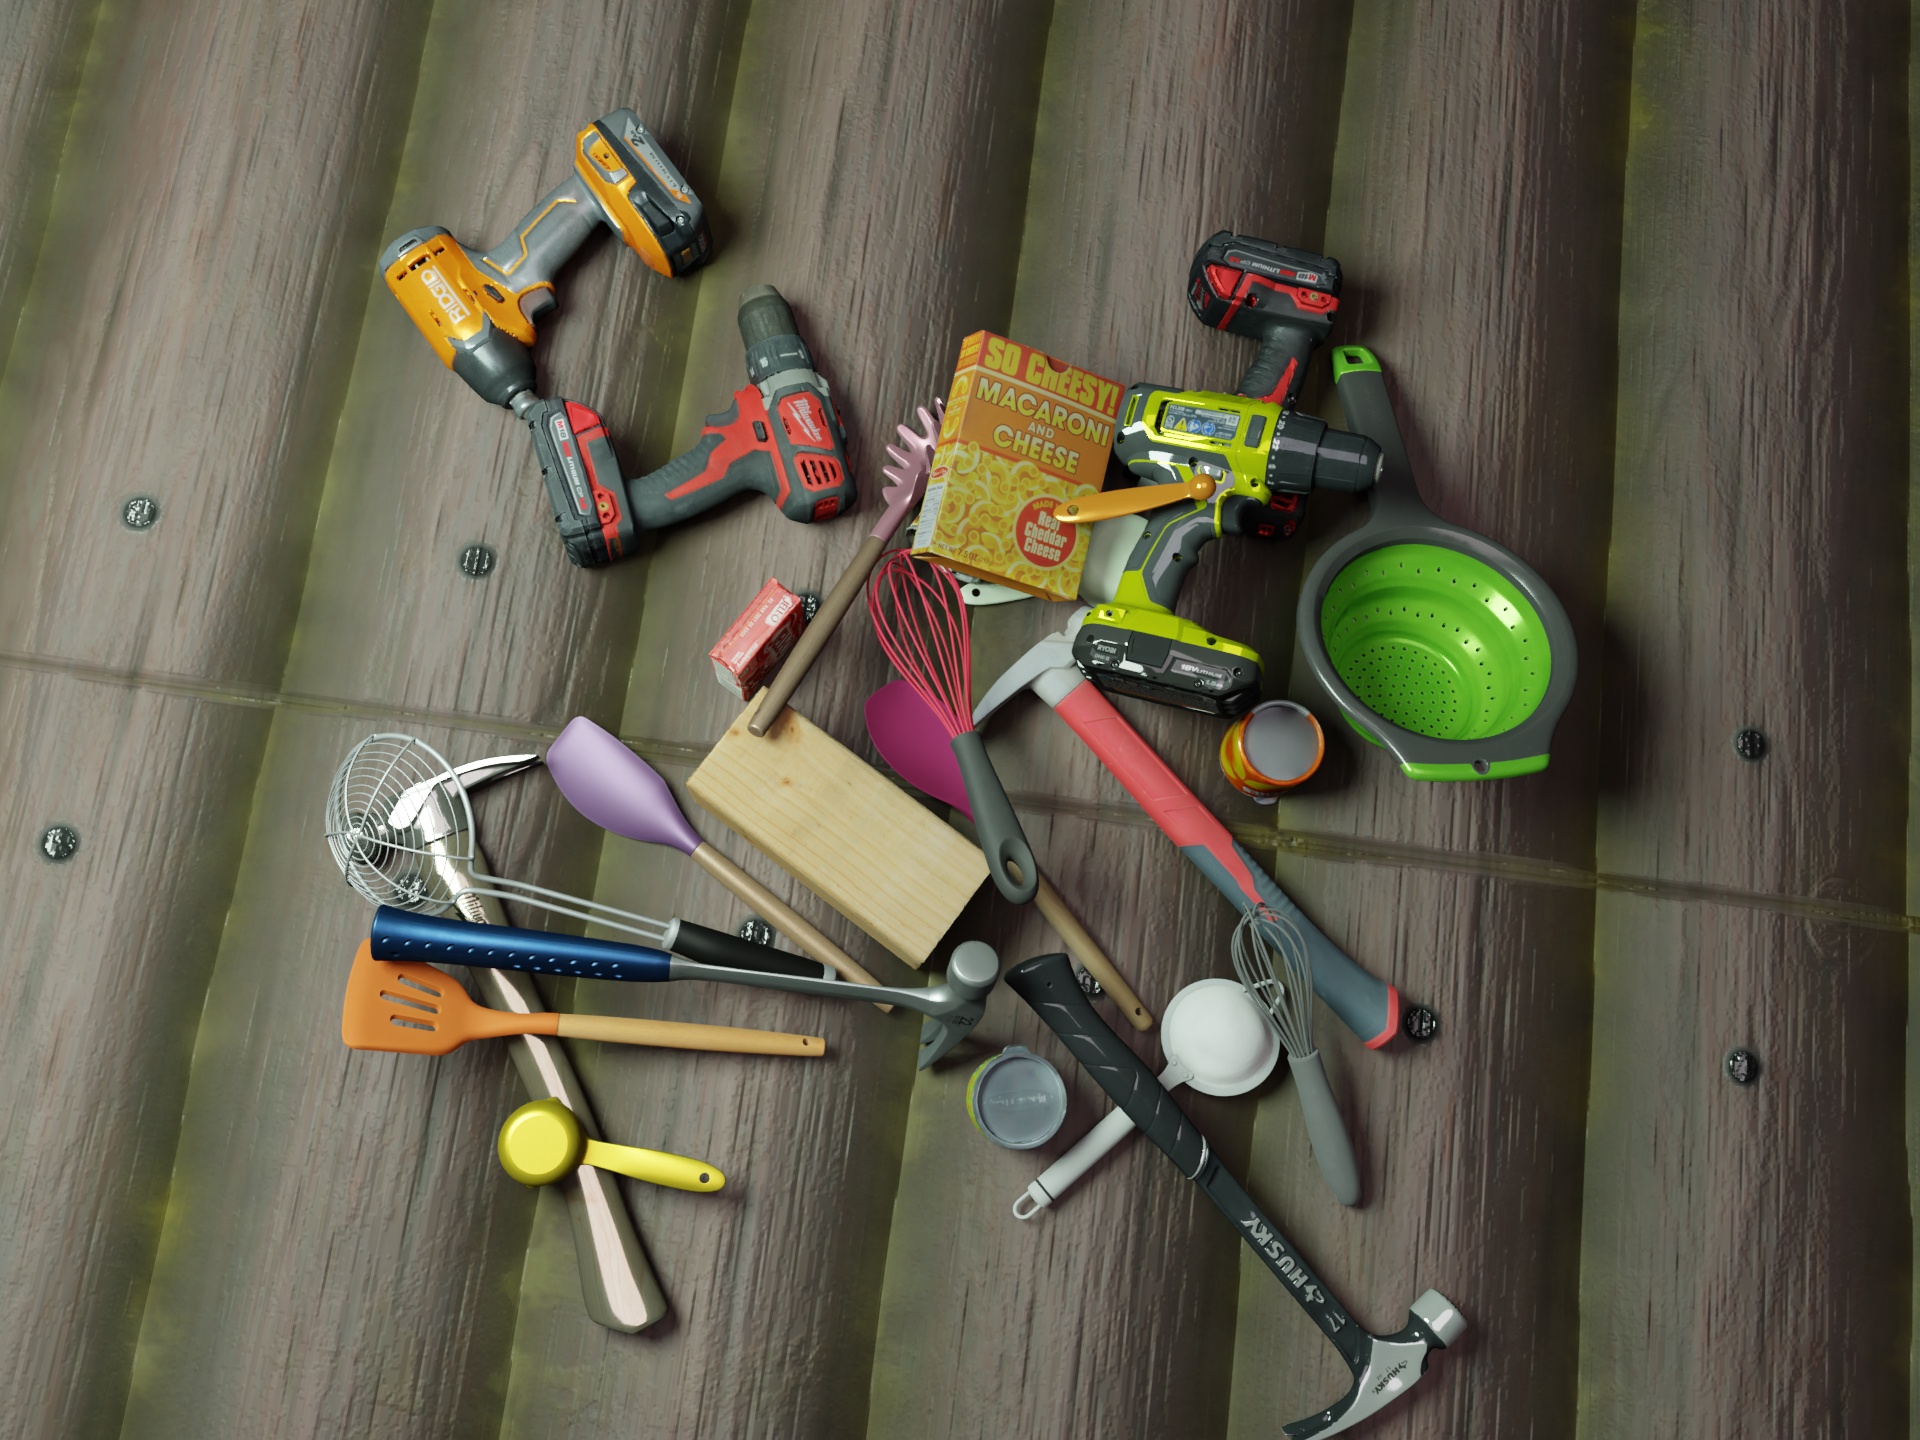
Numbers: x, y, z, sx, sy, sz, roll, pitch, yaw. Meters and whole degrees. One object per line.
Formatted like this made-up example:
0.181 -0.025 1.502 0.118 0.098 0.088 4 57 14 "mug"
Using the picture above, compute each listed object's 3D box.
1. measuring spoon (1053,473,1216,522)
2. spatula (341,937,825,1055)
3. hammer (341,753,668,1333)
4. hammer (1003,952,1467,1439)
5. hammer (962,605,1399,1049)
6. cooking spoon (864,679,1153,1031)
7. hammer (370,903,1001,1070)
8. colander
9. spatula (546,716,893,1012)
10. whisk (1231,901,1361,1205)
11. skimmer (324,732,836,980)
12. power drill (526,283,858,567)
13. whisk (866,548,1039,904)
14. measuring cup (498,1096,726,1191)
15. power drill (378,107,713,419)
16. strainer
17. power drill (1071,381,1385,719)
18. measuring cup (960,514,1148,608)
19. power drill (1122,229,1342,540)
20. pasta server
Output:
0.122 -0.157 1.121 0.117 0.011 0.021 -9 71 13 "measuring spoon"
-0.250 0.207 1.090 0.322 0.041 0.081 8 51 -13 "spatula"
-0.291 0.225 1.119 0.146 0.038 0.411 -24 82 -10 "hammer"
0.173 0.322 1.108 0.149 0.036 0.409 -41 93 -9 "hammer"
0.171 0.100 1.177 0.143 0.038 0.386 -41 85 -15 "hammer"
0.038 0.101 1.179 0.069 0.017 0.319 -36 83 -27 "cooking spoon"
-0.185 0.172 1.072 0.405 0.144 0.035 8 53 -7 "hammer"
0.333 -0.113 1.221 0.204 0.094 0.397 -3 61 -7 "colander"
-0.174 0.112 1.160 0.316 0.018 0.060 38 91 4 "spatula"
0.243 0.238 1.135 0.055 0.055 0.239 -20 98 -8 "whisk"
-0.258 0.114 1.106 0.363 0.090 0.127 20 112 -18 "skimmer"
-0.205 -0.222 1.198 0.226 0.080 0.188 -16 80 -10 "power drill"
-0.002 -0.004 1.132 0.073 0.073 0.296 -17 65 -8 "whisk"
-0.236 0.297 1.077 0.156 0.029 0.062 13 77 -3 "measuring cup"
-0.304 -0.342 1.212 0.226 0.084 0.164 -35 84 -6 "power drill"
0.138 0.270 1.144 0.258 0.050 0.087 -40 70 -8 "strainer"
0.187 -0.124 1.140 0.190 0.080 0.228 14 81 17 "power drill"
0.081 -0.114 1.215 0.167 0.038 0.083 -11 80 -9 "measuring cup"
0.213 -0.258 1.239 0.143 0.078 0.220 13 81 -1 "power drill"
-0.078 -0.116 1.158 0.040 0.060 0.316 44 57 -23 "pasta server"
